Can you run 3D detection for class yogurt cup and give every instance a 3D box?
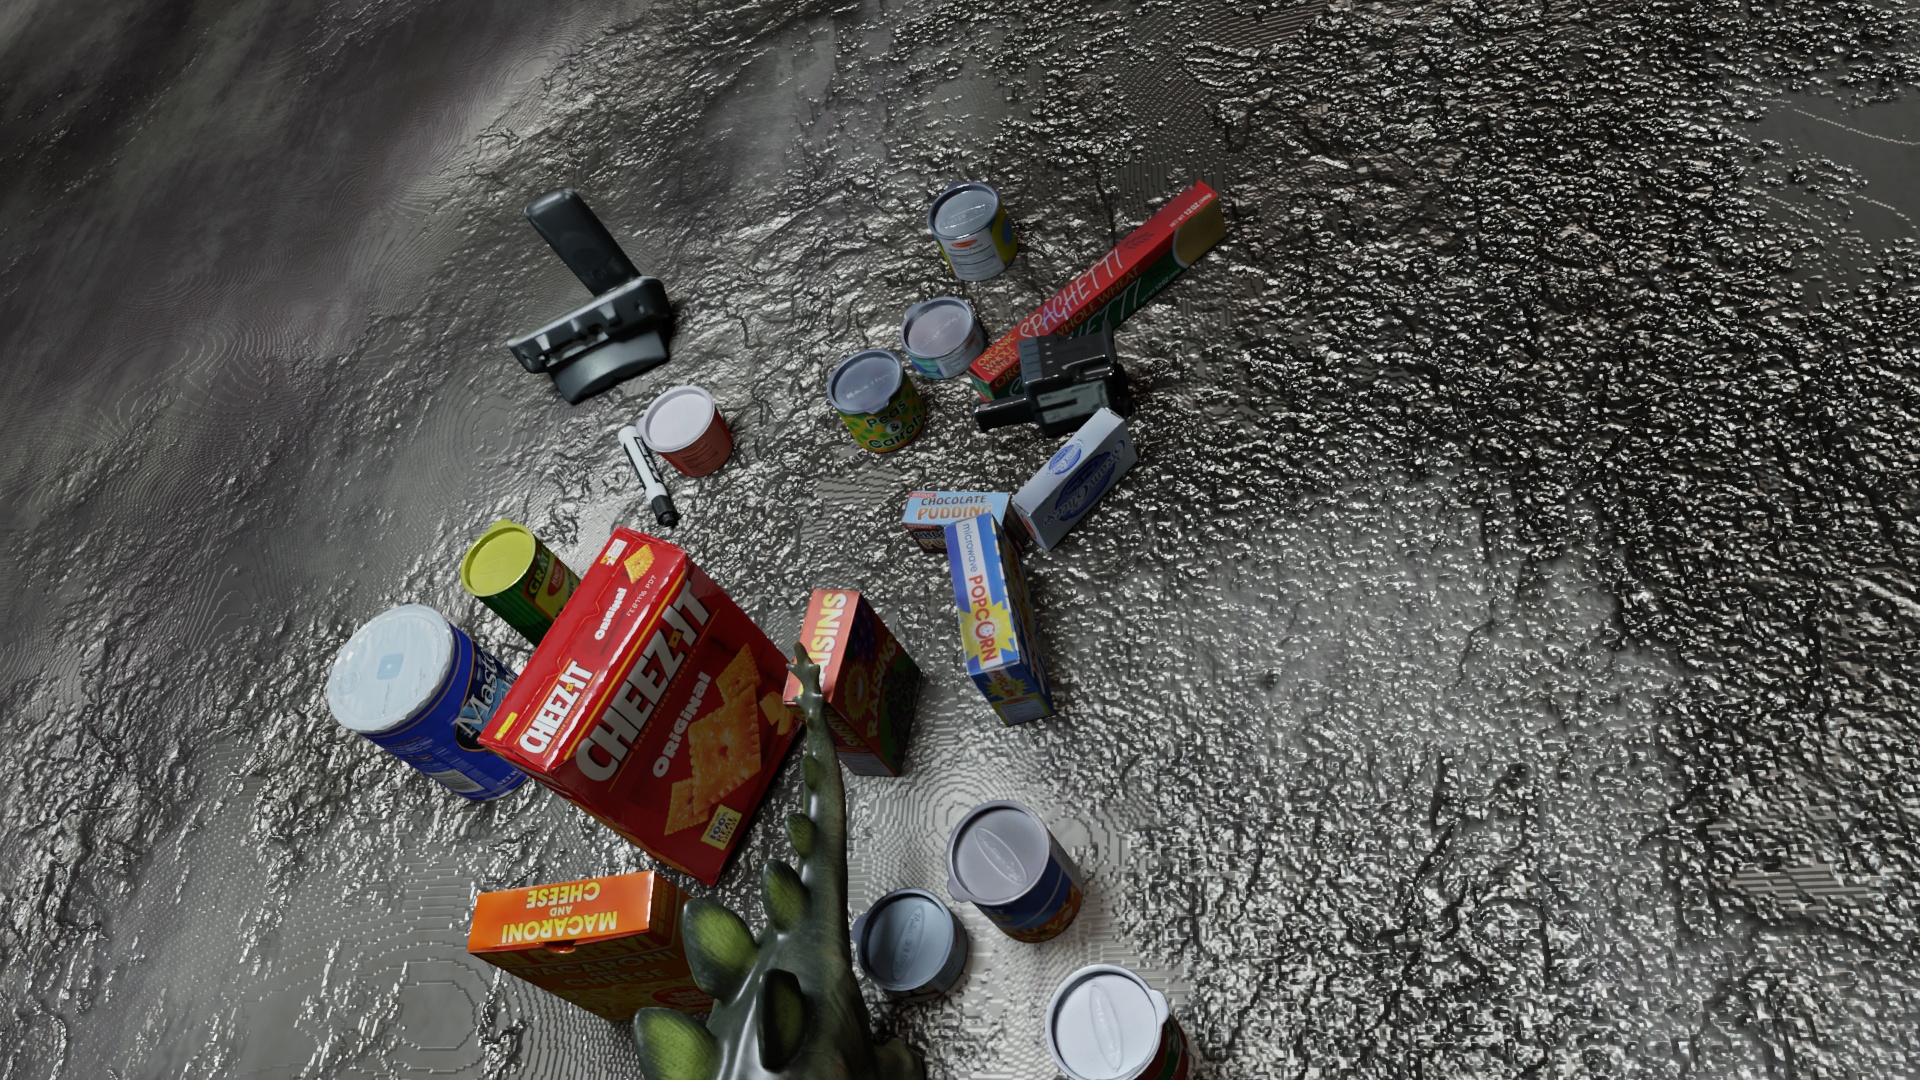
[{"bbox_3d":[-0.231,-0.091,1.191,0.072,0.053,0.073,-10,55,15],"label":"yogurt cup"}]

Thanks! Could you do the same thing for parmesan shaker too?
[{"bbox_3d":[-0.343,0.038,1.119,0.071,0.102,0.071,-10,55,15],"label":"parmesan shaker"}]

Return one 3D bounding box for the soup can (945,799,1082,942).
[{"bbox_3d":[0.033,0.210,0.870,0.071,0.083,0.072,-10,55,15],"label":"soup can"}]

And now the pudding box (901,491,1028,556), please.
[{"bbox_3d":[0.004,-0.013,1.050,0.083,0.049,0.030,2,60,23],"label":"pudding box"}]

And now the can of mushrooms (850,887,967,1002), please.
[{"bbox_3d":[-0.033,0.260,0.895,0.071,0.033,0.071,-10,55,15],"label":"can of mushrooms"}]

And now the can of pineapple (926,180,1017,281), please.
[{"bbox_3d":[0.011,-0.270,1.211,0.071,0.057,0.071,-10,55,15],"label":"can of pineapple"}]

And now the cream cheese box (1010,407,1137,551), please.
[{"bbox_3d":[0.086,-0.046,1.037,0.104,0.053,0.024,-45,54,-11],"label":"cream cheese box"}]

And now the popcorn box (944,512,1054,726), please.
[{"bbox_3d":[0.027,0.055,0.974,0.038,0.085,0.127,-17,54,11],"label":"popcorn box"}]

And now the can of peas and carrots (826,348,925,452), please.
[{"bbox_3d":[-0.067,-0.113,1.138,0.071,0.058,0.071,-10,55,15],"label":"can of peas and carrots"}]

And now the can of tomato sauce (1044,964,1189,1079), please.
[{"bbox_3d":[0.093,0.286,0.797,0.071,0.082,0.071,-10,55,15],"label":"can of tomato sauce"}]

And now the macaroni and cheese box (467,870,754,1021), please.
[{"bbox_3d":[-0.209,0.261,0.880,0.123,0.166,0.040,-11,55,15],"label":"macaroni and cheese box"}]

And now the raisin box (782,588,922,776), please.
[{"bbox_3d":[-0.072,0.100,0.959,0.040,0.123,0.086,0,59,22],"label":"raisin box"}]

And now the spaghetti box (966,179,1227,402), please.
[{"bbox_3d":[0.113,-0.195,1.127,0.250,0.050,0.029,-40,53,-7],"label":"spaghetti box"}]

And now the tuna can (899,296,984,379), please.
[{"bbox_3d":[-0.017,-0.172,1.173,0.071,0.032,0.071,-10,55,15],"label":"tuna can"}]
